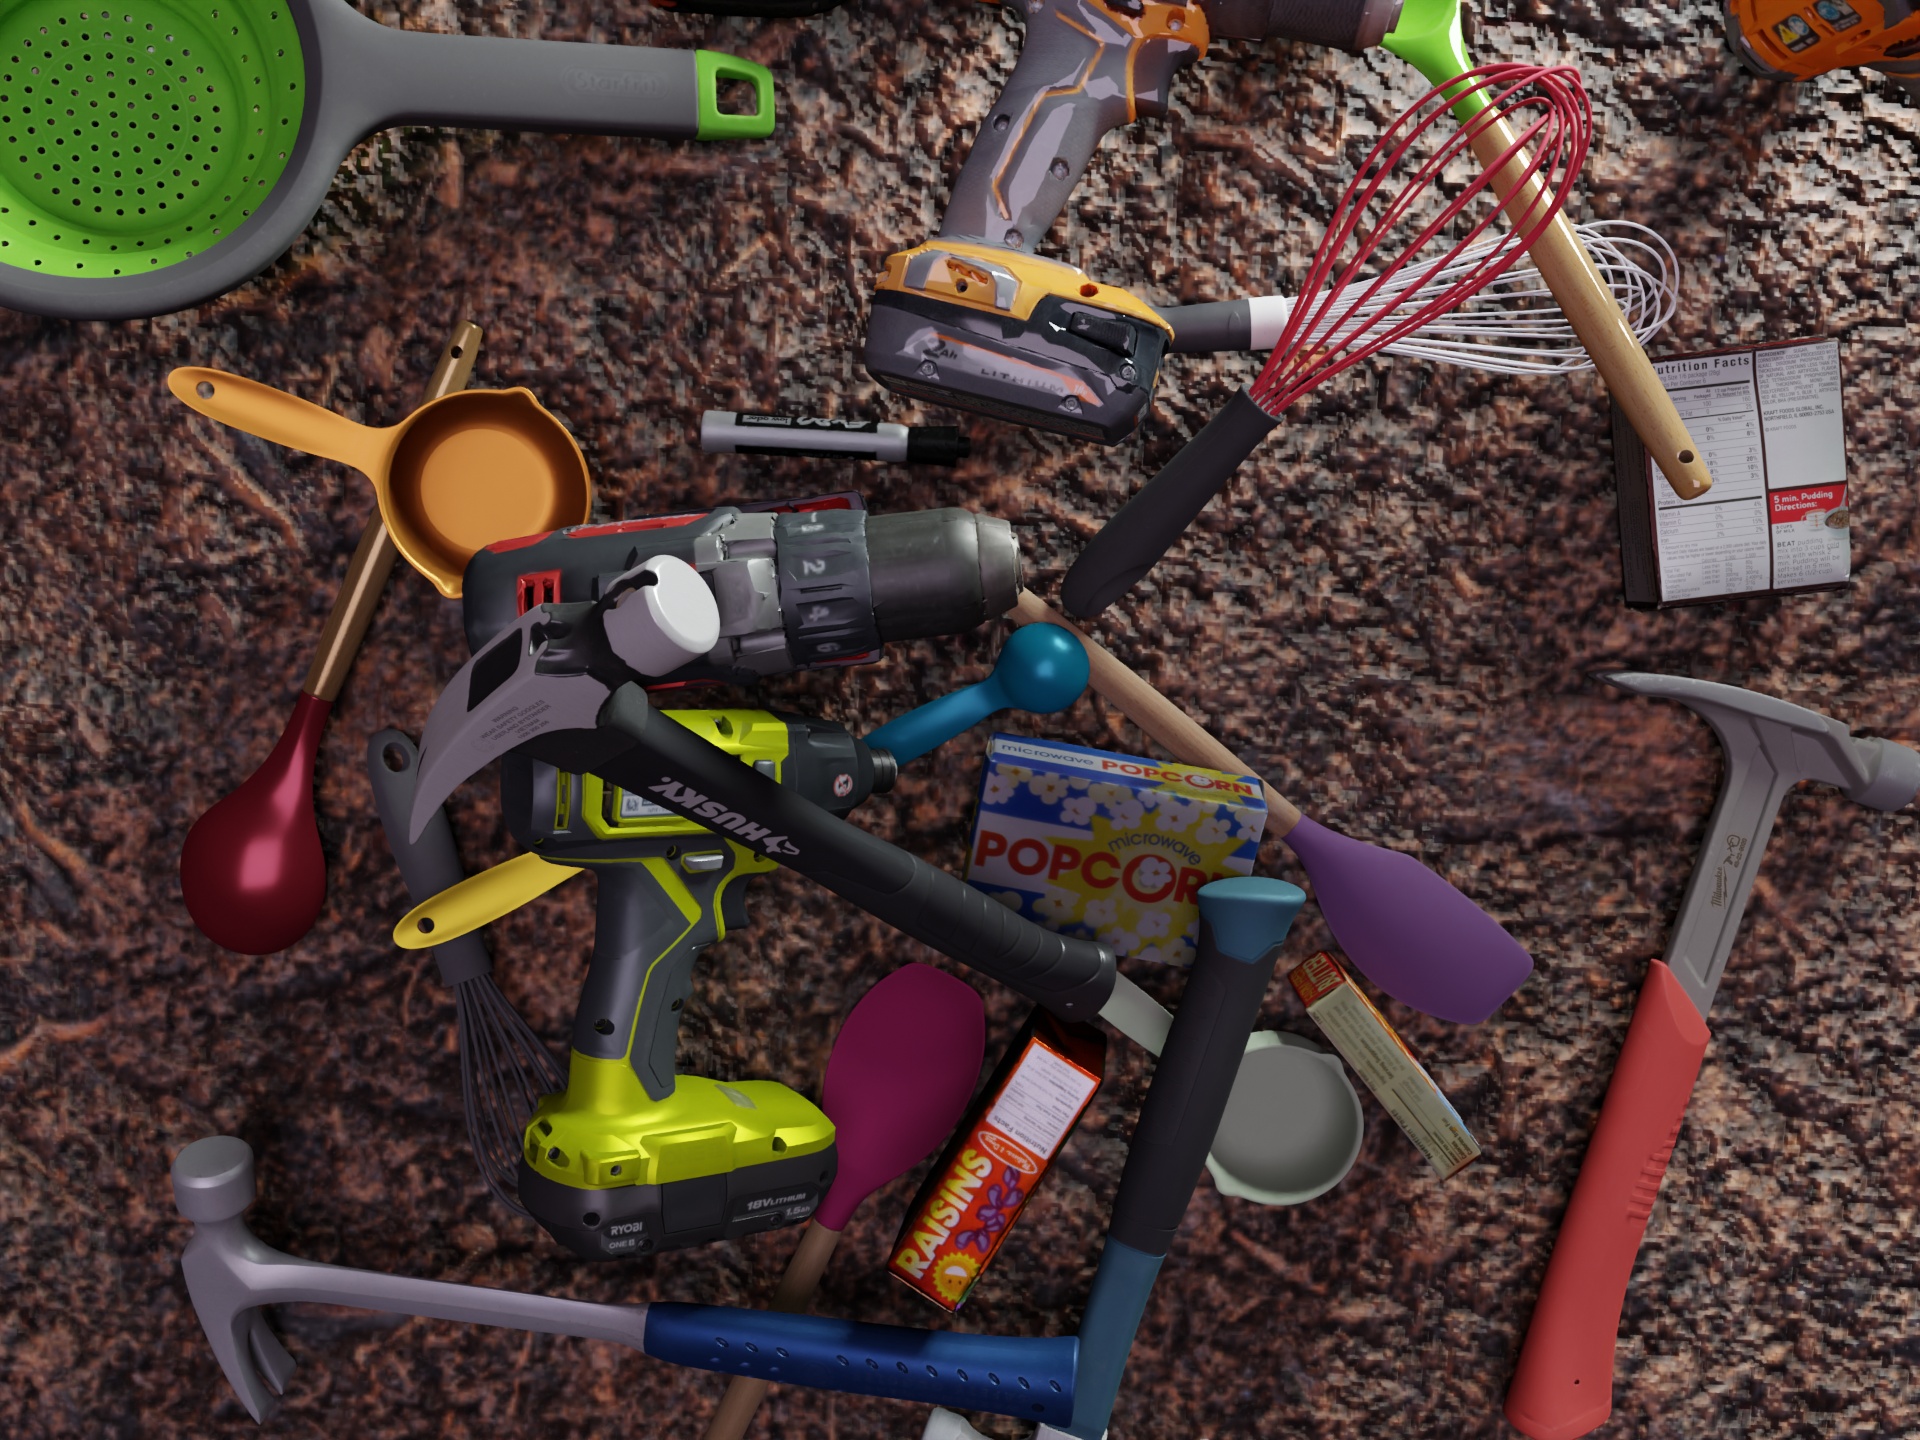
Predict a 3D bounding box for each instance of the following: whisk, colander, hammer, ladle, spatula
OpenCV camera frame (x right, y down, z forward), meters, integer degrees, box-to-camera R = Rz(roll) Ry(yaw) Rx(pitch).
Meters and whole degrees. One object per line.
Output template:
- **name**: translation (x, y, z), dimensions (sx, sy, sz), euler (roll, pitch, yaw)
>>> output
- **whisk**: translation (0.137, -0.146, 0.656), dimensions (0.073, 0.073, 0.295), euler (41, 119, -3)
- **whisk**: translation (0.167, -0.178, 0.696), dimensions (0.284, 0.070, 0.070), euler (-3, 96, 5)
- **colander**: translation (-0.283, -0.268, 0.683), dimensions (0.397, 0.094, 0.204), euler (-3, 96, -17)
- **hammer**: translation (-0.151, 0.276, 0.717), dimensions (0.405, 0.035, 0.144), euler (6, 115, 4)
- **hammer**: translation (0.082, 0.221, 0.716), dimensions (0.128, 0.033, 0.331), euler (18, 104, 9)
- **whisk**: translation (-0.224, 0.116, 0.734), dimensions (0.055, 0.055, 0.239), euler (-20, 91, 2)
- **ladle**: translation (-0.283, -0.035, 0.728), dimensions (0.069, 0.031, 0.315), euler (23, 94, -4)
- **hammer**: translation (-0.047, 0.055, 0.600), dimensions (0.146, 0.334, 0.035), euler (-26, 51, 28)
- **hammer**: translation (0.313, 0.160, 0.736), dimensions (0.149, 0.037, 0.359), euler (17, 95, -1)
- **spatula**: translation (0.131, 0.034, 0.734), dimensions (0.316, 0.018, 0.060), euler (40, 103, -4)

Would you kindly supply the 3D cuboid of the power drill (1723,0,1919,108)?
- **power drill**: translation (0.429, -0.248, 0.632), dimensions (0.226, 0.164, 0.084), euler (41, 94, -5)

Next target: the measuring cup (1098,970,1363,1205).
- **measuring cup**: translation (0.110, 0.154, 0.738), dimensions (0.167, 0.038, 0.083), euler (38, 98, 1)

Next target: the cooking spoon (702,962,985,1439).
- **cooking spoon**: translation (-0.074, 0.261, 0.758), dimensions (0.069, 0.017, 0.319), euler (27, 95, 8)

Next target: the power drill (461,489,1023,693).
- **power drill**: translation (-0.071, -0.051, 0.622), dimensions (0.188, 0.227, 0.080), euler (-7, 96, 2)

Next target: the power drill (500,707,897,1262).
- **power drill**: translation (-0.111, 0.106, 0.692), dimensions (0.171, 0.080, 0.223), euler (-1, 100, -31)

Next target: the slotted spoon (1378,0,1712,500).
- **slotted spoon**: translation (0.225, -0.226, 0.658), dimensions (0.070, 0.031, 0.314), euler (-24, 75, 3)

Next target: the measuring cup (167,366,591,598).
- **measuring cup**: translation (-0.247, -0.114, 0.687), dimensions (0.173, 0.052, 0.095), euler (20, 93, -17)

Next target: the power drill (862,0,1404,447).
- **power drill**: translation (0.067, -0.231, 0.646), dimensions (0.185, 0.084, 0.226), euler (15, 94, 7)

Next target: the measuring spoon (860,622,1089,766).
- **measuring spoon**: translation (-0.001, -0.002, 0.721), dimensions (0.128, 0.021, 0.042), euler (-27, 99, 12)

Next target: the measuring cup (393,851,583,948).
- **measuring cup**: translation (-0.183, 0.062, 0.724), dimensions (0.156, 0.029, 0.062), euler (-26, 100, -6)
